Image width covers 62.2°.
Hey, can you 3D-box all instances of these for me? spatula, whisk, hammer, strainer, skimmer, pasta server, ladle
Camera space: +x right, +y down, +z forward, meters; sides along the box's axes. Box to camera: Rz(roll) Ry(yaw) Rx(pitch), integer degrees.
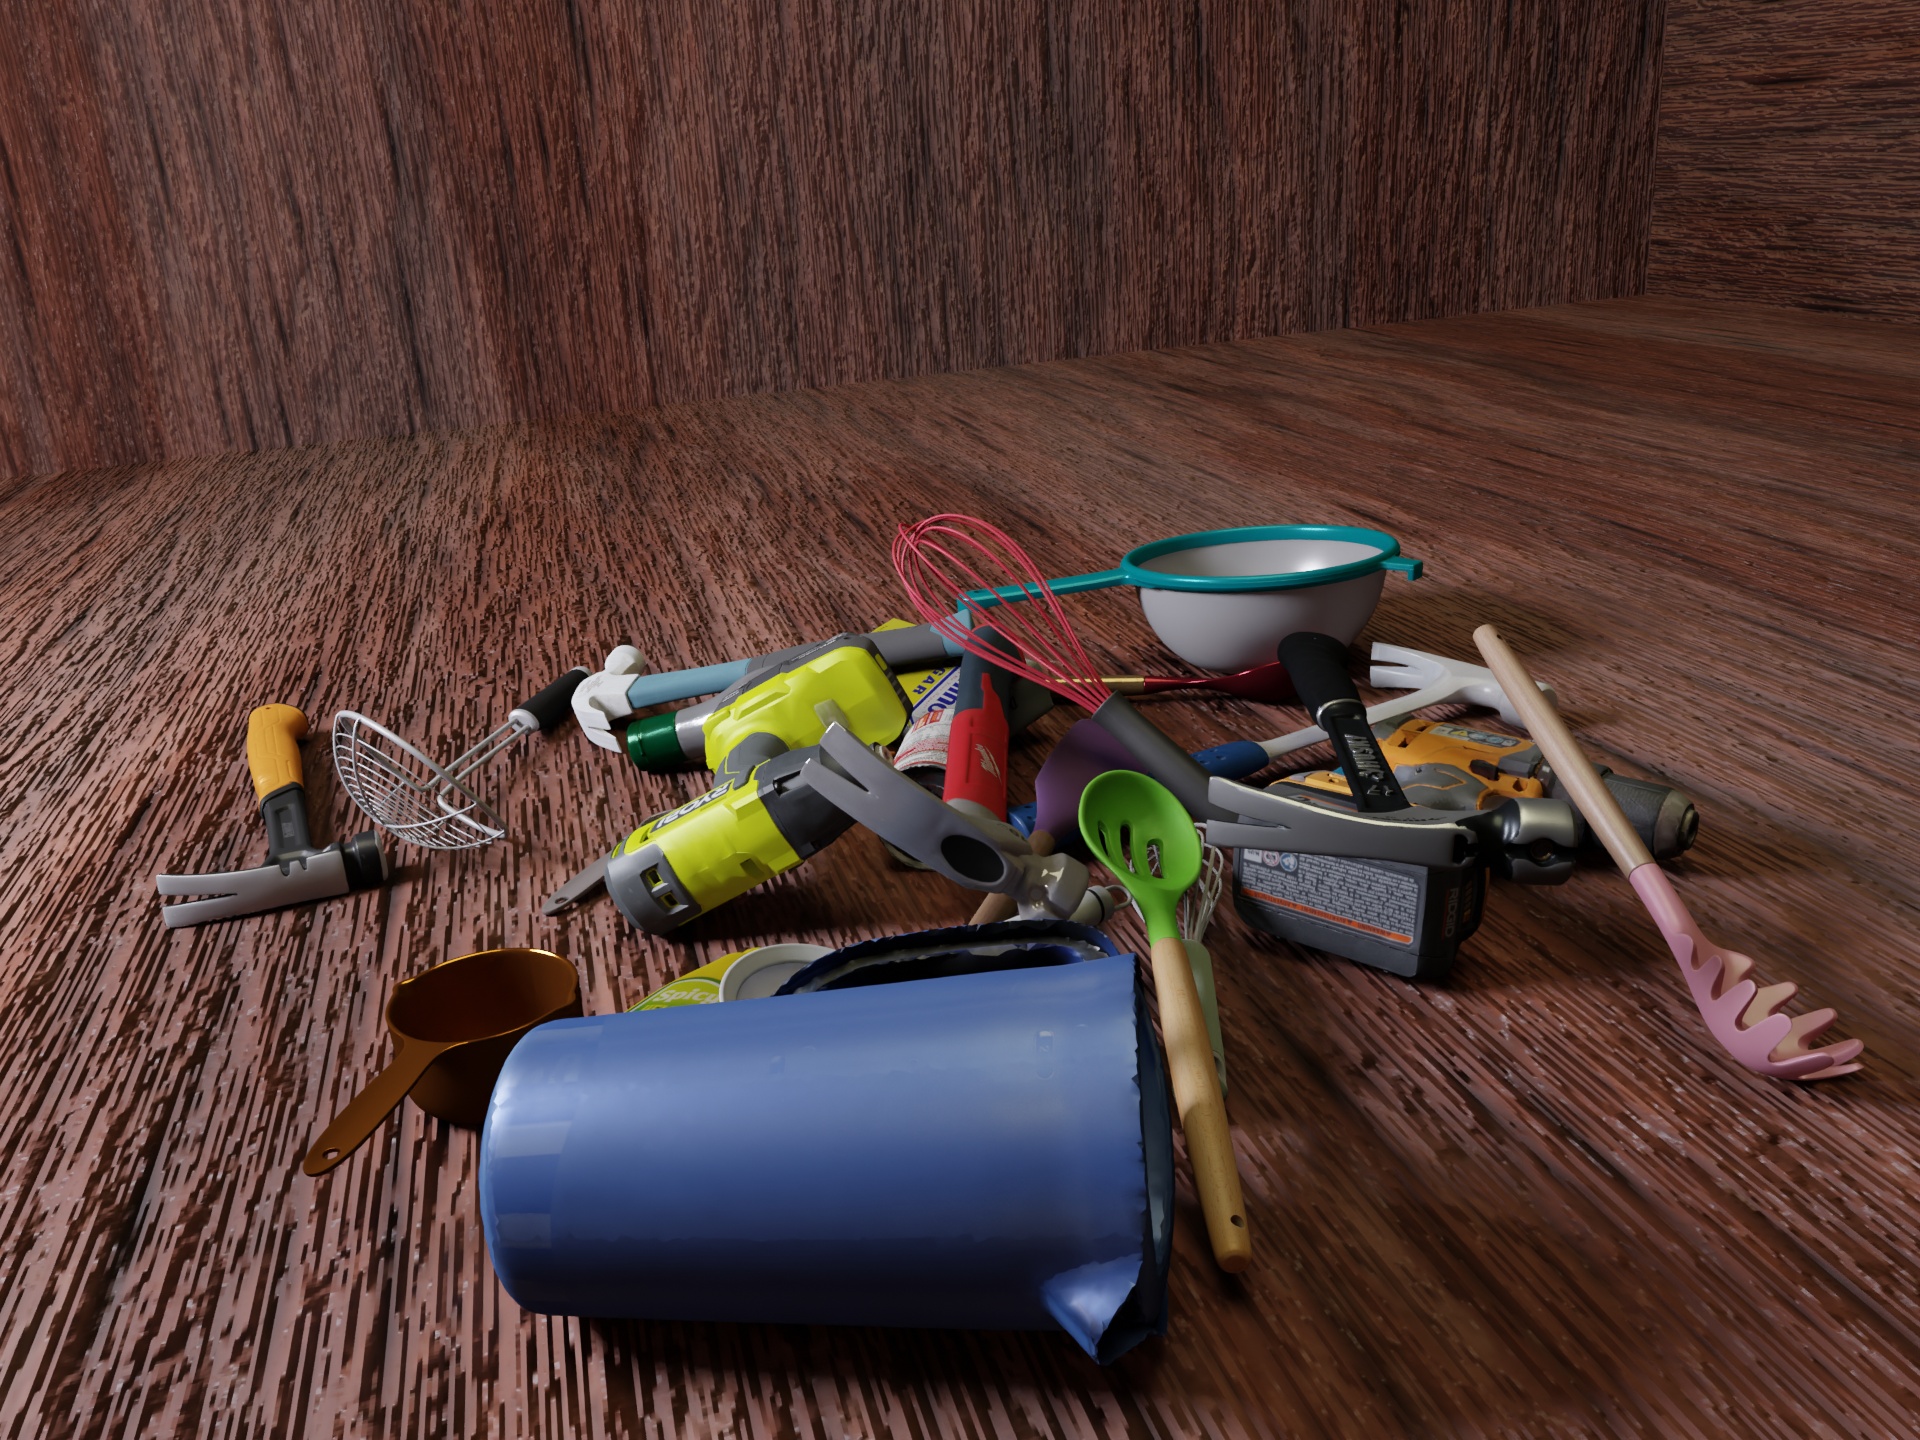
[{"bbox_3d":[0.038,0.081,0.868,0.060,0.018,0.316,19,36,16],"label":"spatula"},{"bbox_3d":[0.072,-0.023,0.946,0.296,0.073,0.073,43,36,10],"label":"whisk"},{"bbox_3d":[0.110,0.115,0.792,0.059,0.057,0.246,-35,17,17],"label":"whisk"},{"bbox_3d":[-0.139,-0.039,1.171,0.331,0.033,0.128,-9,28,20],"label":"hammer"},{"bbox_3d":[-0.001,-0.003,0.909,0.143,0.038,0.386,32,16,-8],"label":"hammer"},{"bbox_3d":[0.197,0.019,1.037,0.405,0.035,0.144,-16,24,-28],"label":"hammer"},{"bbox_3d":[0.169,-0.079,1.225,0.340,0.095,0.211,-9,16,-5],"label":"strainer"},{"bbox_3d":[-0.318,-0.002,1.120,0.127,0.090,0.363,35,19,-3],"label":"skimmer"},{"bbox_3d":[-0.014,0.120,0.750,0.258,0.050,0.087,-16,44,-35],"label":"strainer"},{"bbox_3d":[0.327,0.050,0.778,0.060,0.040,0.317,19,35,-28],"label":"pasta server"},{"bbox_3d":[0.112,-0.027,1.186,0.315,0.031,0.069,-2,-9,15],"label":"ladle"},{"bbox_3d":[0.200,0.003,0.846,0.149,0.036,0.409,3,14,6],"label":"hammer"},{"bbox_3d":[-0.476,0.051,1.092,0.127,0.034,0.337,-11,21,-21],"label":"hammer"}]

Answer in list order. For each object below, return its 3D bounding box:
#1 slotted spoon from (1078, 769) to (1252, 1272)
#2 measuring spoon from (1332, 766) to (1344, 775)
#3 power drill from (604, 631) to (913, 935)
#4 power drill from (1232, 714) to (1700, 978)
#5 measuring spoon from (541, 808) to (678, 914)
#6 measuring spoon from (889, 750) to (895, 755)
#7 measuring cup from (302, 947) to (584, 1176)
[{"bbox_3d":[0.094,0.118,0.710,0.070,0.031,0.314,19,28,-12],"label":"slotted spoon"},{"bbox_3d":[0.211,0.058,0.939,0.042,0.021,0.128,-36,-1,35],"label":"measuring spoon"},{"bbox_3d":[-0.103,0.030,0.948,0.171,0.080,0.223,-28,15,15],"label":"power drill"},{"bbox_3d":[0.273,0.061,0.853,0.185,0.084,0.226,14,23,37],"label":"power drill"},{"bbox_3d":[-0.207,0.089,0.968,0.034,0.018,0.124,3,27,35],"label":"measuring spoon"},{"bbox_3d":[-0.102,0.031,1.105,0.117,0.011,0.021,-5,5,-12],"label":"measuring spoon"},{"bbox_3d":[-0.231,0.165,0.709,0.095,0.052,0.174,2,23,16],"label":"measuring cup"}]
